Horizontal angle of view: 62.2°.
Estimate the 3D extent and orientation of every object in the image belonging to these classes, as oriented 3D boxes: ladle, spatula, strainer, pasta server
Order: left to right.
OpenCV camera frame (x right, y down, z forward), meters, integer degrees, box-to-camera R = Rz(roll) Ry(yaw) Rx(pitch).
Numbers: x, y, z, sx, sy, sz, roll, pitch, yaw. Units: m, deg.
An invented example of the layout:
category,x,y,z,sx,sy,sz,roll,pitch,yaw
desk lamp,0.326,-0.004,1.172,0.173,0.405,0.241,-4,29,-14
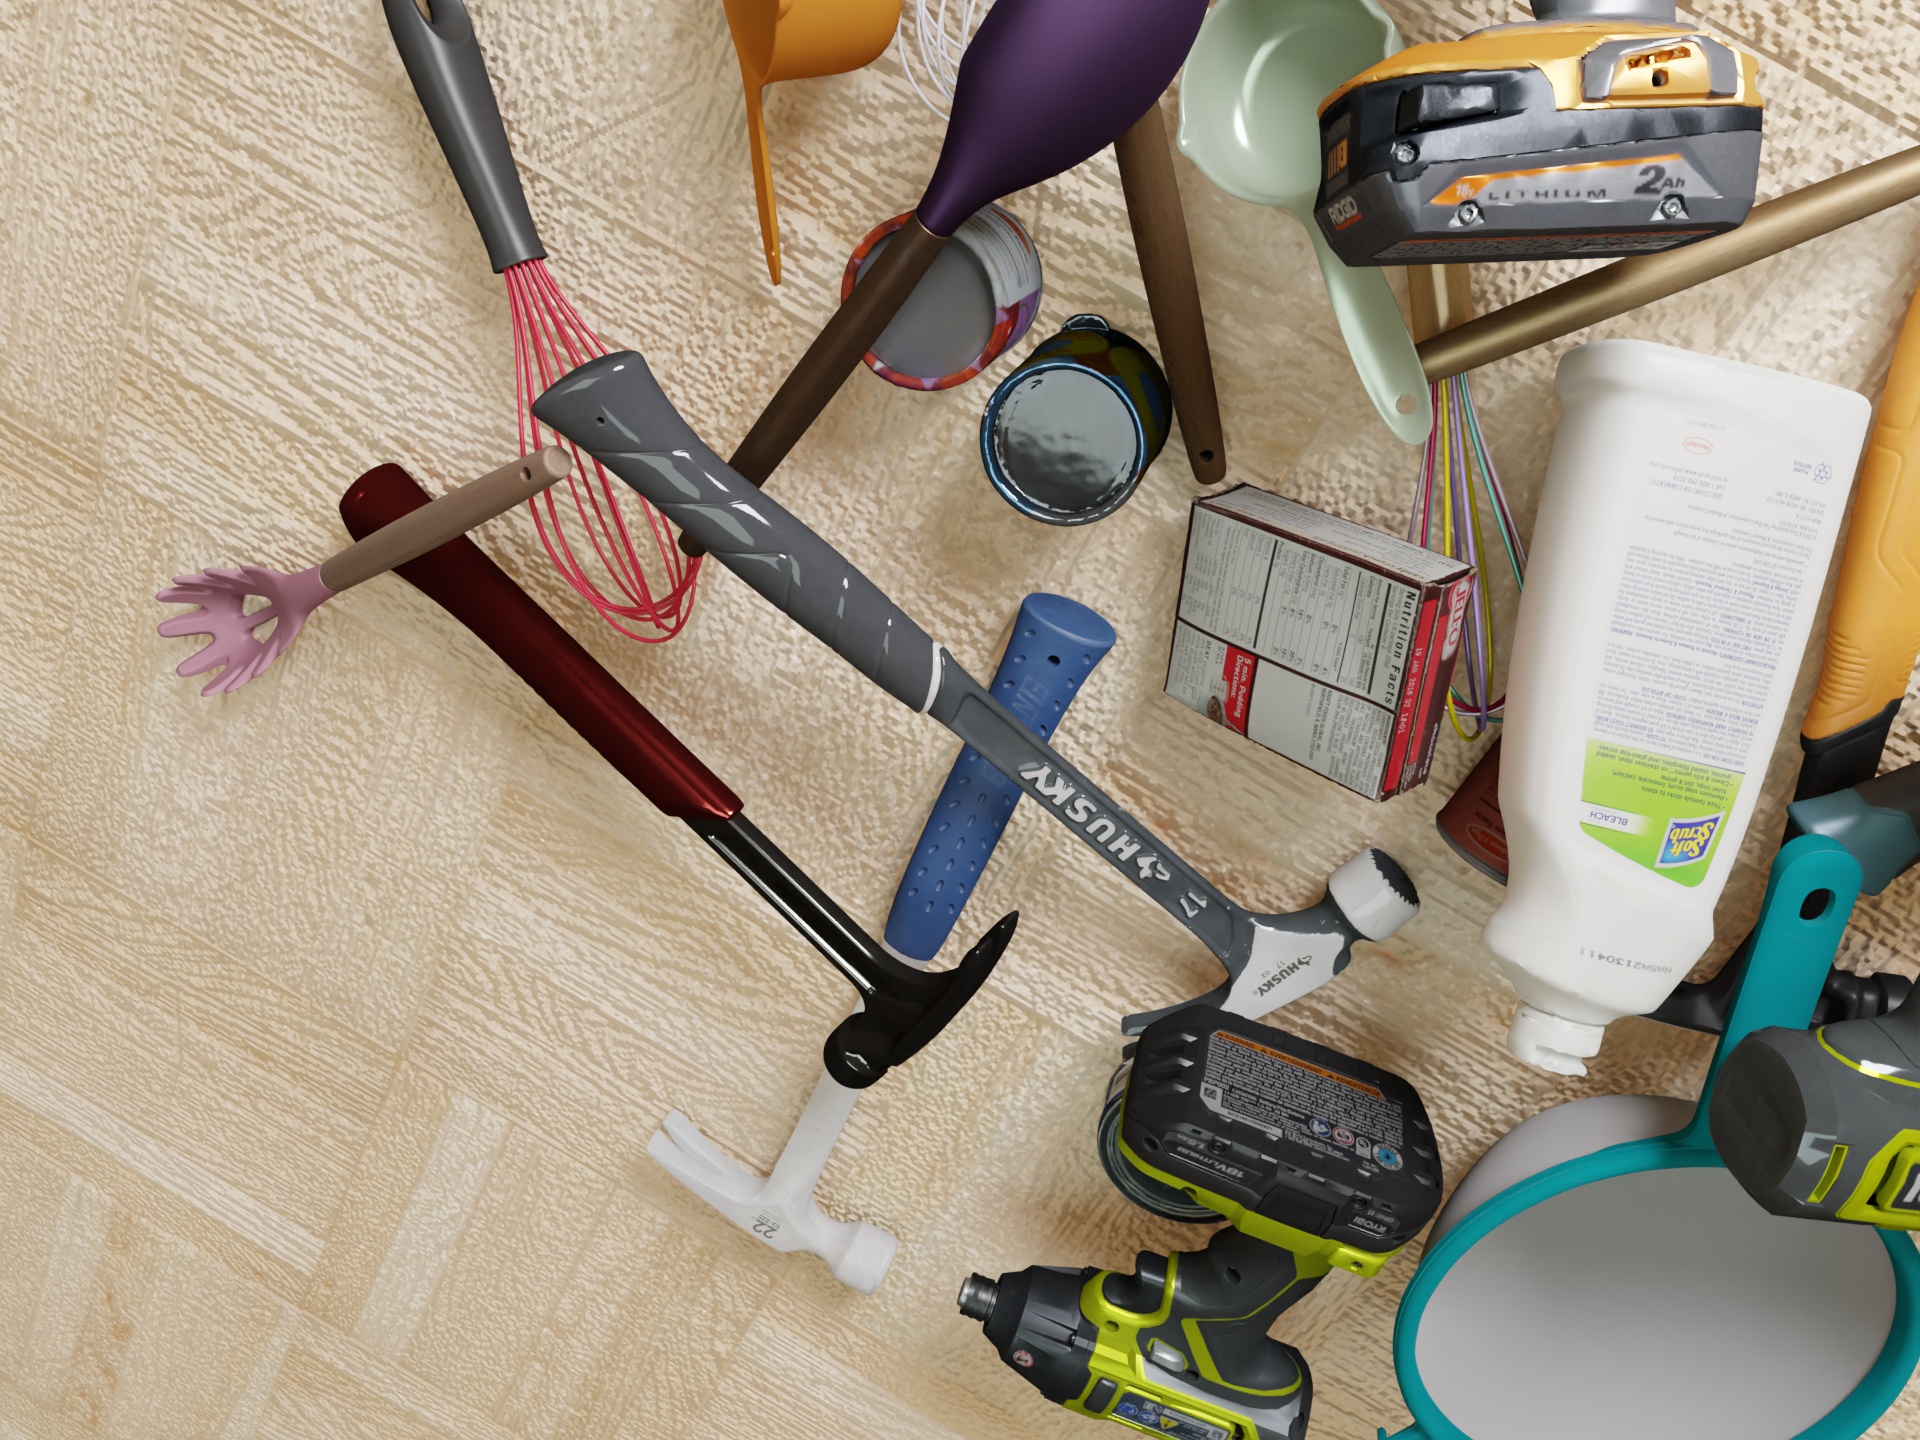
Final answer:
category,x,y,z,sx,sy,sz,roll,pitch,yaw
pasta server,-0.270,-0.068,0.701,0.316,0.040,0.060,-13,102,42
spatula,-0.022,-0.157,0.567,0.059,0.018,0.316,36,129,-14
spatula,0.054,-0.209,0.532,0.082,0.044,0.317,-10,128,14
strainer,0.291,0.178,0.659,0.211,0.095,0.340,5,117,1
ladle,0.282,-0.174,0.504,0.320,0.078,0.062,-19,147,19

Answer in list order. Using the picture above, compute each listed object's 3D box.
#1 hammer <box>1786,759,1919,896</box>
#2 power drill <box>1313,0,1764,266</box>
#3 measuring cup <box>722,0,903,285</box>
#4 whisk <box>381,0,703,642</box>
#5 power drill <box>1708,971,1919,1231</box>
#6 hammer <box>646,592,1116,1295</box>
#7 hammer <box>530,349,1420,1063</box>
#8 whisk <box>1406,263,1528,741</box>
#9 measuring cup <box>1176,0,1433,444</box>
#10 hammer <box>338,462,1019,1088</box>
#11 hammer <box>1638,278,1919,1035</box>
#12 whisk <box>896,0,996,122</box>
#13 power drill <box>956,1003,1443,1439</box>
category,x,y,z,sx,sy,sz,roll,pitch,yaw
hammer,0.453,-0.019,0.535,0.331,0.033,0.128,-26,103,17
power drill,0.145,-0.255,0.469,0.185,0.084,0.226,-2,98,-2
measuring cup,-0.053,-0.243,0.588,0.052,0.095,0.173,-14,137,-15
whisk,-0.175,-0.171,0.662,0.073,0.073,0.295,-13,105,22
power drill,0.378,0.076,0.522,0.190,0.080,0.228,8,114,-7
hammer,-0.034,0.114,0.764,0.144,0.035,0.405,27,119,3
hammer,-0.001,-0.002,0.650,0.408,0.036,0.149,40,115,-17
whisk,0.182,-0.107,0.587,0.047,0.051,0.245,-18,108,-22
measuring cup,0.134,-0.176,0.554,0.083,0.038,0.167,-20,93,36
hammer,-0.137,0.010,0.706,0.359,0.037,0.149,43,137,5
hammer,0.329,-0.024,0.592,0.127,0.034,0.336,8,116,12
whisk,0.036,-0.333,0.509,0.070,0.070,0.284,19,121,7
power drill,0.103,0.241,0.720,0.171,0.080,0.223,21,124,2
